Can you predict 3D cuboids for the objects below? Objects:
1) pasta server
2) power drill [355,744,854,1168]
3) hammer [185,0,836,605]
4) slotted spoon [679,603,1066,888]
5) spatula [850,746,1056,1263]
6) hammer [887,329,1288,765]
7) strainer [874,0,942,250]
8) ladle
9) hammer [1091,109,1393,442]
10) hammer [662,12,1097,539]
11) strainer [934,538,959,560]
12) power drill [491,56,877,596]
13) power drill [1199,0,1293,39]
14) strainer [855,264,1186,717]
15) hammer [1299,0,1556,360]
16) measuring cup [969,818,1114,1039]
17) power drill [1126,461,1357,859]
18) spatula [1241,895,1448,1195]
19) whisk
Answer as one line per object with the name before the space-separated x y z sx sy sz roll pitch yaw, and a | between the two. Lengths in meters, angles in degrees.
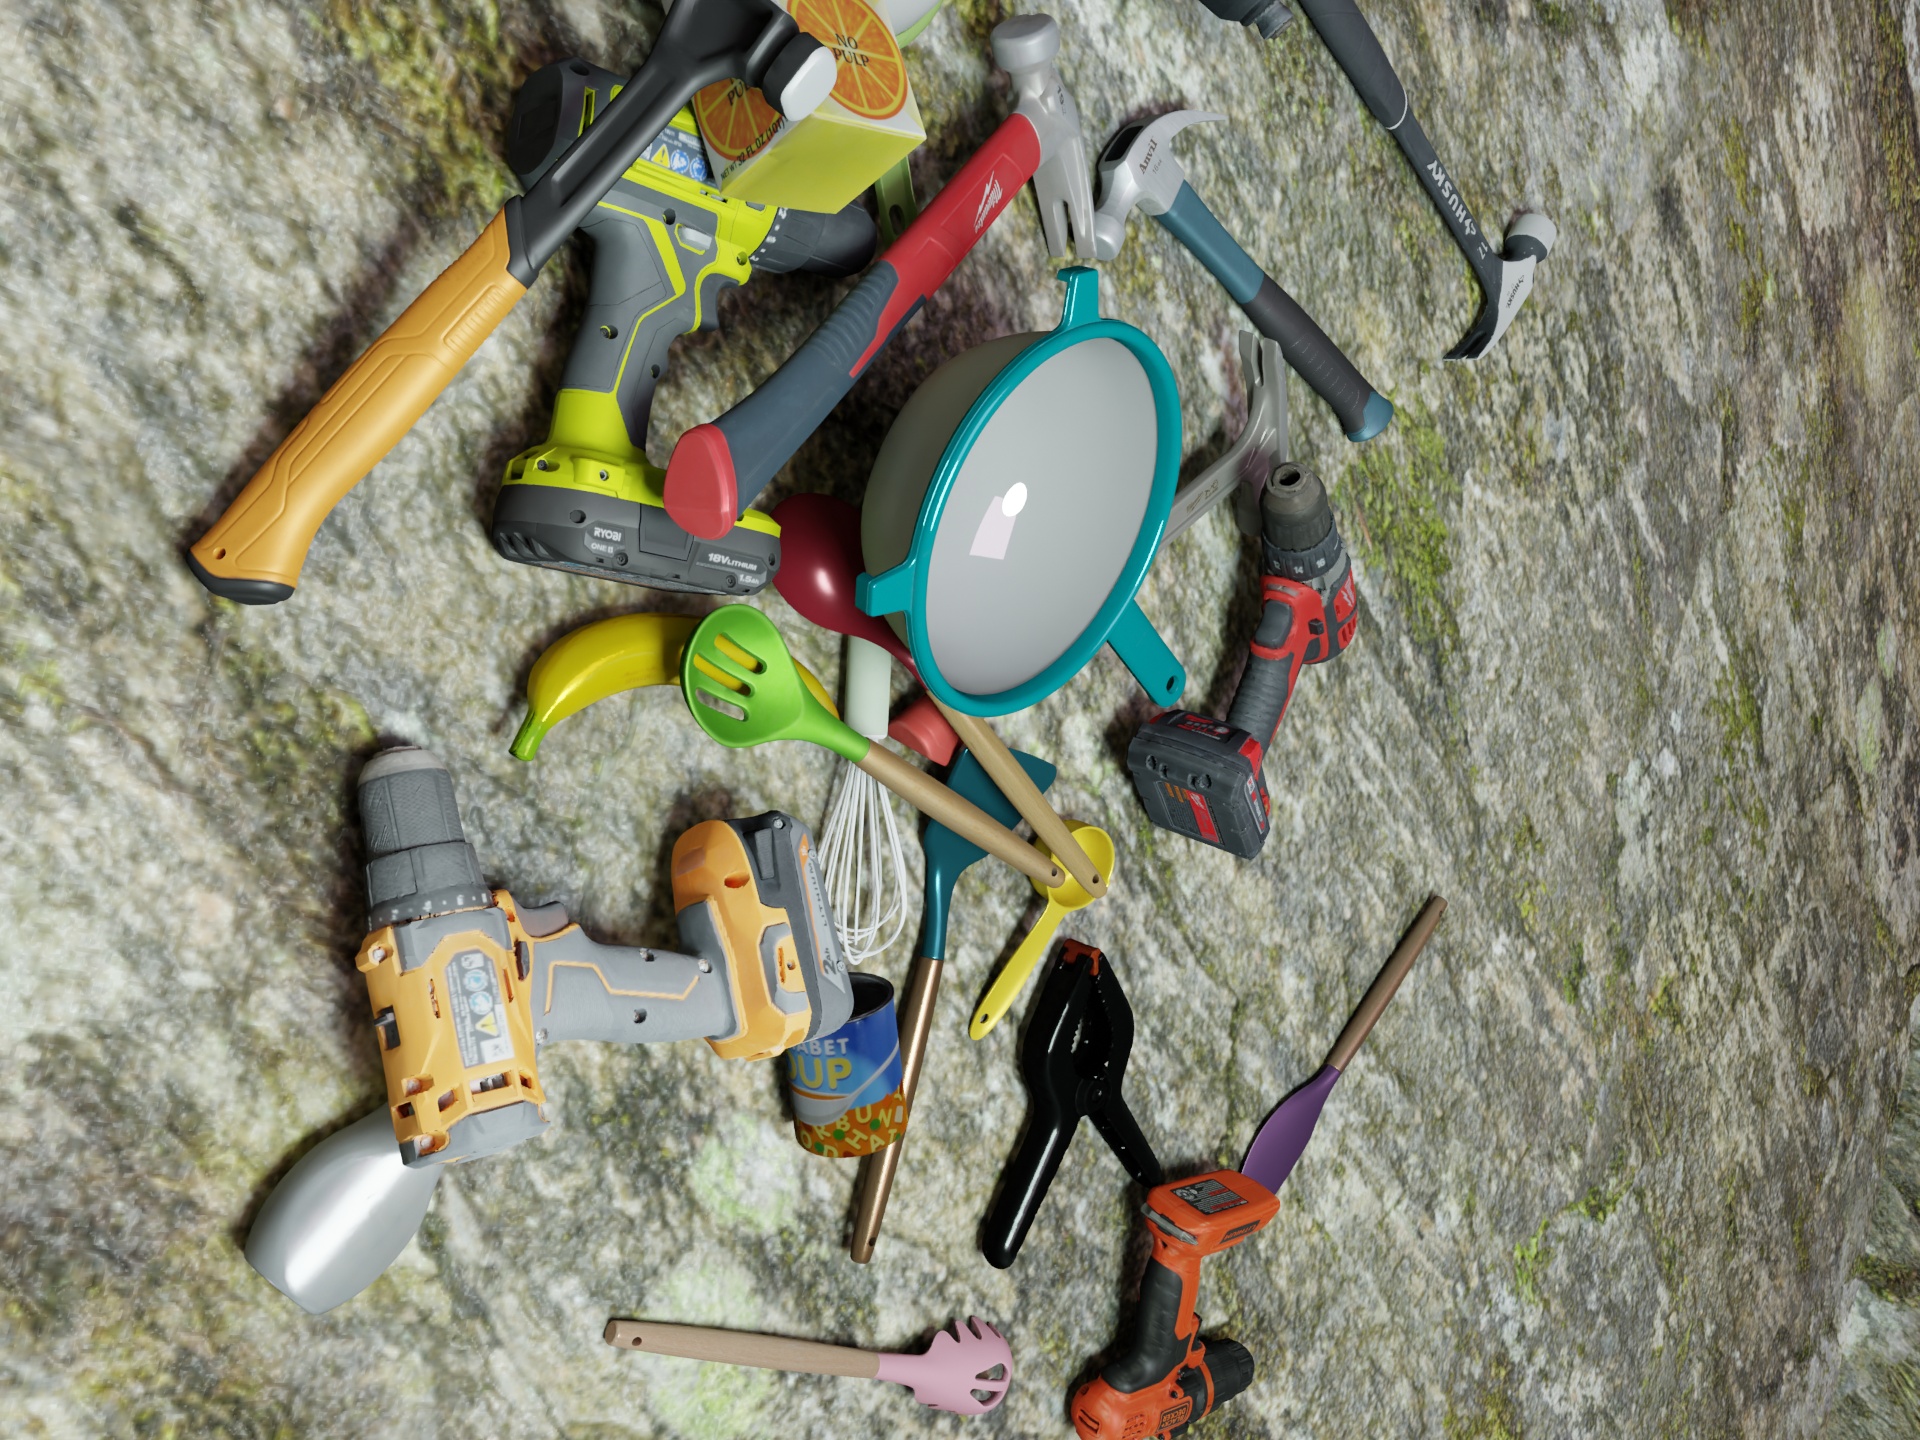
pasta server | -0.078 0.379 0.949 0.316 0.040 0.060 25 80 -37
power drill | -0.175 0.095 0.761 0.226 0.084 0.185 -7 77 -42
hammer | -0.206 -0.187 0.666 0.337 0.127 0.034 -49 170 -1
slotted spoon | -0.039 0.029 0.866 0.313 0.031 0.070 35 67 -40
spatula | -0.017 0.169 0.950 0.082 0.044 0.317 17 84 -45
hammer | 0.089 -0.097 0.992 0.359 0.037 0.149 -40 139 -27
strainer | -0.034 -0.374 0.828 0.151 0.069 0.256 -22 110 -38
ladle | -0.001 -0.003 0.897 0.069 0.031 0.315 -52 121 -23
hammer | 0.204 -0.286 1.082 0.330 0.033 0.128 32 77 -41
hammer | -0.027 -0.210 0.813 0.386 0.038 0.143 -57 144 -36
strainer | 0.038 -0.156 0.949 0.258 0.050 0.086 -25 112 -41
power drill | -0.131 -0.179 0.772 0.190 0.080 0.228 9 89 -42
power drill | 0.191 -0.520 0.970 0.226 0.084 0.164 -43 98 -27
strainer | 0.042 -0.092 0.878 0.211 0.095 0.340 -57 149 -6
hammer | 0.322 -0.430 1.164 0.408 0.036 0.149 38 73 -38
measuring cup | 0.043 0.133 1.021 0.062 0.029 0.156 35 85 -40
power drill | 0.197 -0.043 1.057 0.227 0.080 0.187 -60 151 -19
spatula | 0.312 0.260 1.281 0.316 0.018 0.059 -49 125 -24
whisk | -0.054 0.016 0.899 0.059 0.058 0.246 -9 103 -76
